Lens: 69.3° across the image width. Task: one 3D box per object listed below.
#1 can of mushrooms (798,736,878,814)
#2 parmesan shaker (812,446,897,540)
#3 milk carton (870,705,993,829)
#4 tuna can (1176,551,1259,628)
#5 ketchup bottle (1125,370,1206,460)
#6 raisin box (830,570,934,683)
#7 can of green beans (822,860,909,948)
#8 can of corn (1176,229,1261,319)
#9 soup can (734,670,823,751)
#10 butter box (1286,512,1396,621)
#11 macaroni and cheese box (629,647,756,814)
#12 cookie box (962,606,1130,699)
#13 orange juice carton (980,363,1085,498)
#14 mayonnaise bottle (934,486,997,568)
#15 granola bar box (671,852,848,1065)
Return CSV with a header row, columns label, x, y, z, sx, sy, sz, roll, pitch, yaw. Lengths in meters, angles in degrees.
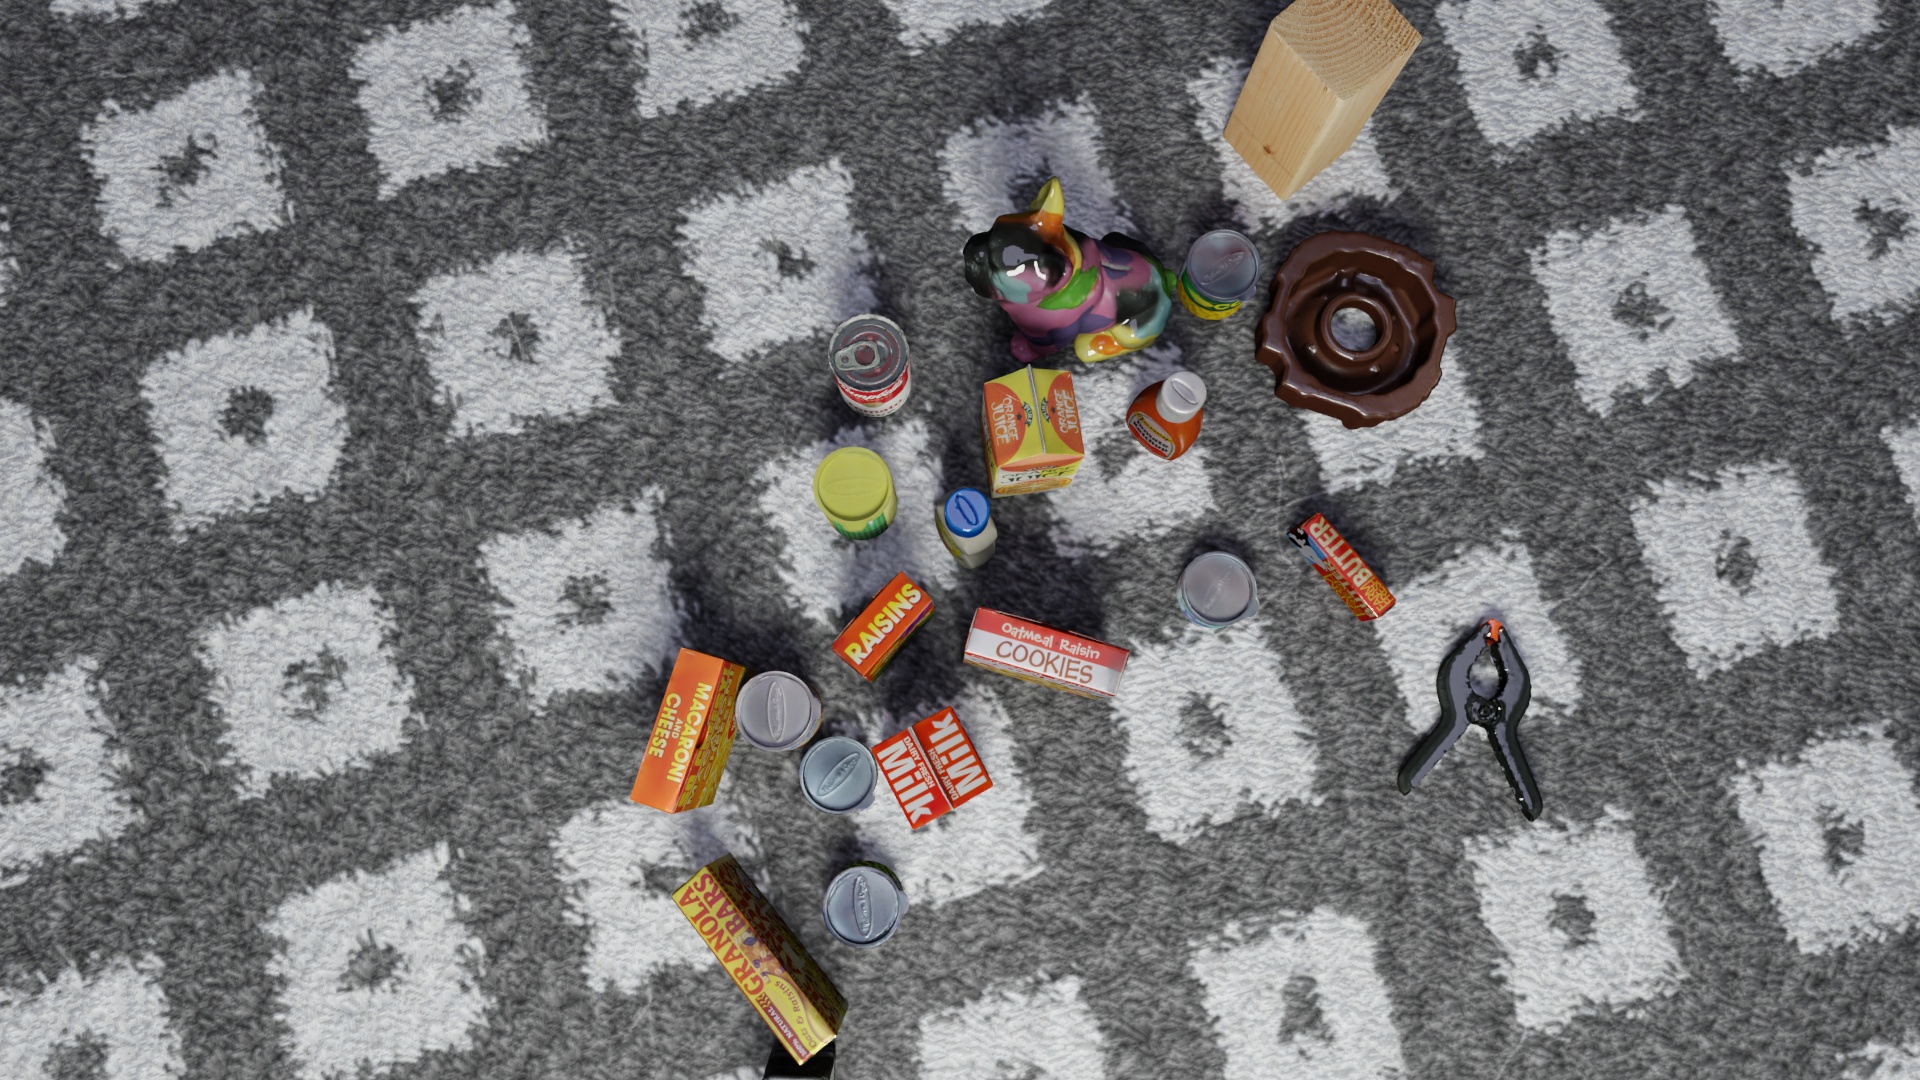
label,x,y,z,sx,sy,sz,roll,pitch,yaw
can of mushrooms,-0.102,0.203,1.192,0.071,0.033,0.071,0,82,-1
parmesan shaker,-0.089,-0.036,1.193,0.071,0.103,0.071,0,82,0
milk carton,-0.022,0.181,1.116,0.073,0.190,0.072,-28,83,-4
tuna can,0.226,0.045,1.219,0.071,0.033,0.071,0,82,-1
ketchup bottle,0.179,-0.110,1.183,0.065,0.148,0.043,42,84,5
raisin box,-0.063,0.074,1.166,0.040,0.123,0.086,43,84,5
can of green beans,-0.080,0.304,1.164,0.071,0.057,0.071,0,82,0
can of corn,0.233,-0.236,1.249,0.071,0.058,0.071,0,82,0
soup can,-0.149,0.145,1.175,0.071,0.083,0.071,0,82,0
butter box,0.332,0.024,1.213,0.024,0.053,0.103,-39,84,-5
macaroni and cheese box,-0.213,0.154,1.131,0.040,0.166,0.124,17,82,2
cookie box,0.066,0.094,1.142,0.123,0.167,0.040,16,82,2
orange juice carton,0.058,-0.089,1.157,0.073,0.192,0.072,-8,82,-2
mayonnaise bottle,0.004,-0.015,1.168,0.041,0.148,0.065,-32,83,-5
granola bar box,-0.161,0.335,1.125,0.039,0.124,0.165,-39,84,-5
